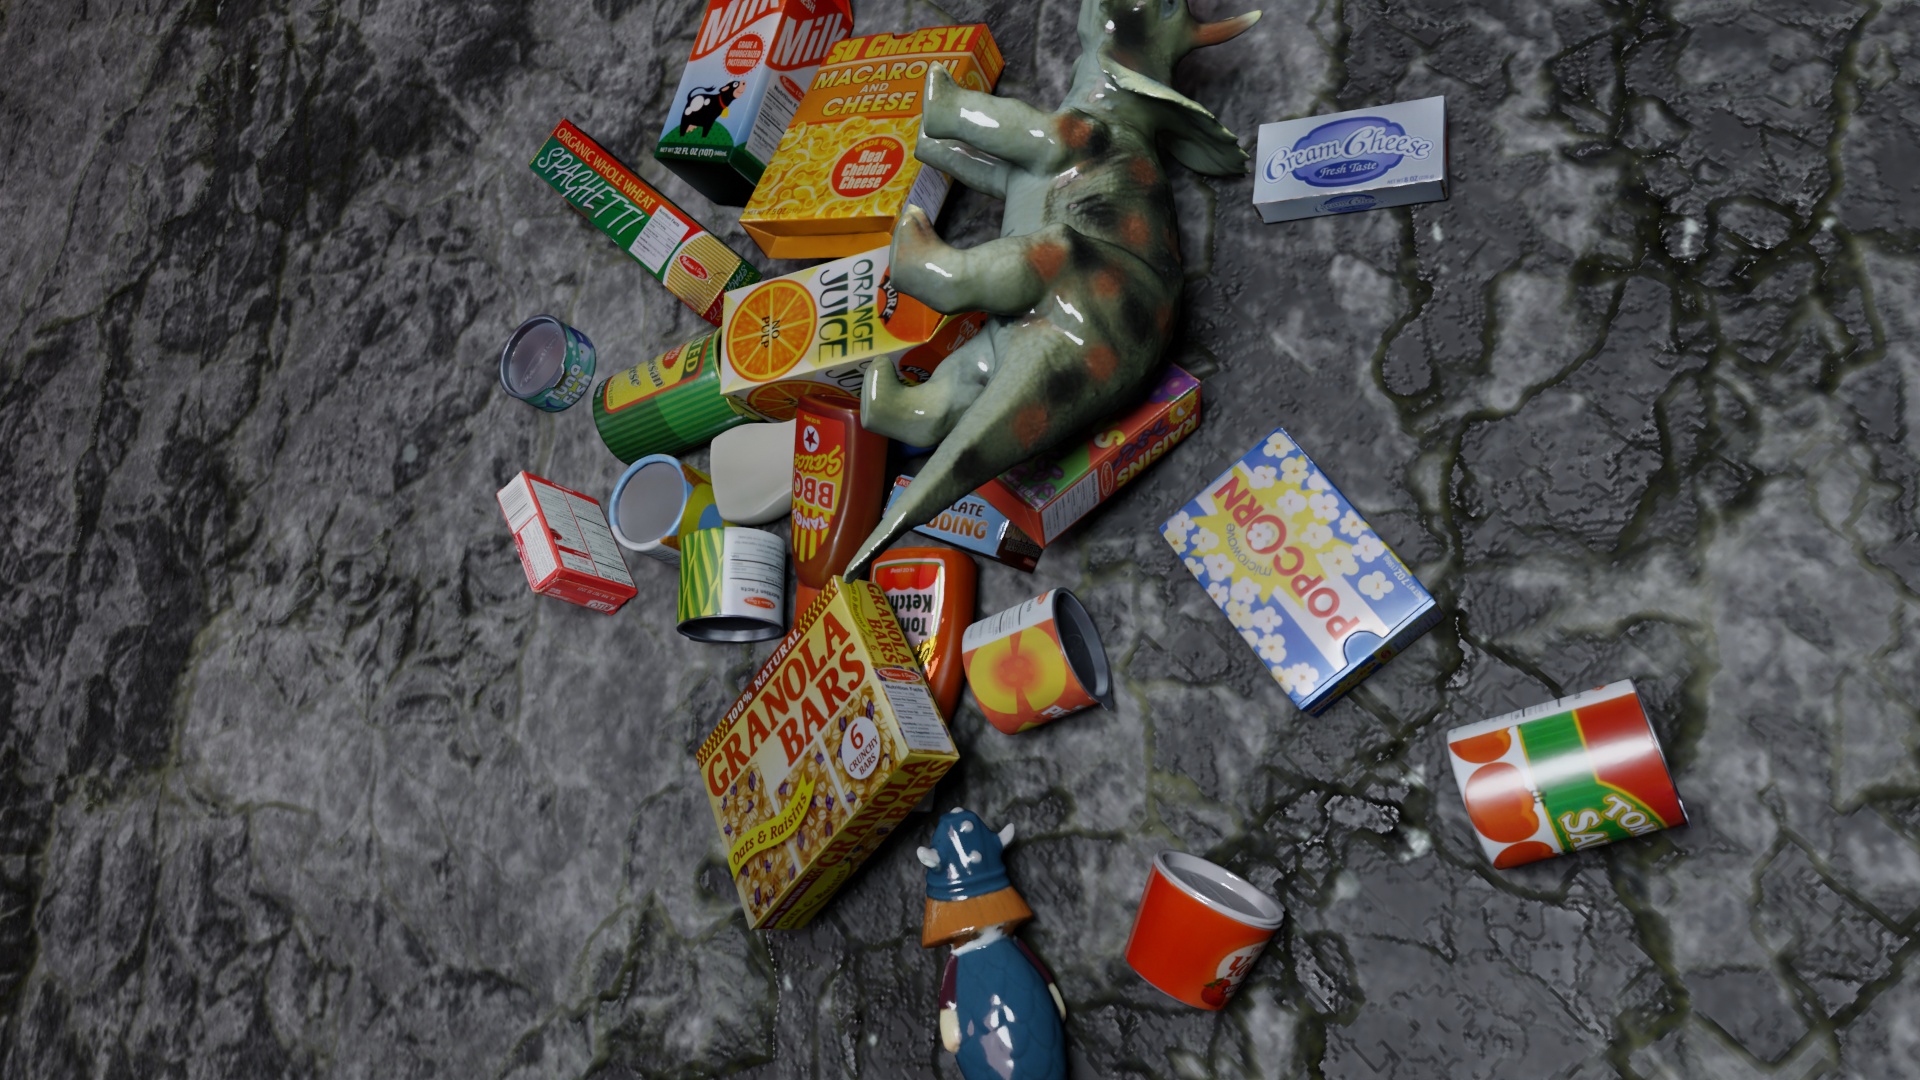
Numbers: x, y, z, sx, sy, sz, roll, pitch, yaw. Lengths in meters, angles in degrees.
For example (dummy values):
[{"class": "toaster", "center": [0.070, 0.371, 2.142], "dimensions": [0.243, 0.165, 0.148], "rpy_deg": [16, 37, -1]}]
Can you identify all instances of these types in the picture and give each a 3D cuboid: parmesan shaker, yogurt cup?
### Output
[{"class": "parmesan shaker", "center": [-0.186, -0.093, 0.925], "dimensions": [0.103, 0.071, 0.071], "rpy_deg": [-19, 66, 22]}, {"class": "yogurt cup", "center": [0.115, 0.190, 0.676], "dimensions": [0.072, 0.072, 0.054], "rpy_deg": [28, 97, 32]}]

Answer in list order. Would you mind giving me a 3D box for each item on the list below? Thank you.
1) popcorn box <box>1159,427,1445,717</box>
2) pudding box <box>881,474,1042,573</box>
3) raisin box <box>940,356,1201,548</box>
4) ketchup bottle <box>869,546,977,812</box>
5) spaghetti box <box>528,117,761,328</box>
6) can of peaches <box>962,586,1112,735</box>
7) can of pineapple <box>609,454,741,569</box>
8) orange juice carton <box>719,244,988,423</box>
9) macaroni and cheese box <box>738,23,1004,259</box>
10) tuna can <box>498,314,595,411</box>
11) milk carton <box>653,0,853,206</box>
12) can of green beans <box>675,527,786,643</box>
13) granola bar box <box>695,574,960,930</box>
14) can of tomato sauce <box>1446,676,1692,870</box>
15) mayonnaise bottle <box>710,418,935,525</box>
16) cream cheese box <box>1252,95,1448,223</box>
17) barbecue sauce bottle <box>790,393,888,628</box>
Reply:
[{"class": "popcorn box", "center": [0.173, 0.015, 0.714], "dimensions": [0.085, 0.038, 0.127], "rpy_deg": [-40, 59, 10]}, {"class": "pudding box", "center": [0.003, -0.010, 0.808], "dimensions": [0.084, 0.049, 0.030], "rpy_deg": [19, 86, 32]}, {"class": "raisin box", "center": [0.061, -0.065, 0.772], "dimensions": [0.124, 0.040, 0.086], "rpy_deg": [-37, 56, -18]}, {"class": "ketchup bottle", "center": [-0.027, 0.080, 0.799], "dimensions": [0.064, 0.043, 0.149], "rpy_deg": [-4, 73, 31]}, {"class": "spaghetti box", "center": [-0.238, -0.239, 1.024], "dimensions": [0.251, 0.028, 0.050], "rpy_deg": [41, 96, 32]}, {"class": "can of peaches", "center": [0.042, 0.068, 0.753], "dimensions": [0.058, 0.071, 0.071], "rpy_deg": [-23, 65, 20]}, {"class": "can of pineapple", "center": [-0.186, -0.019, 0.909], "dimensions": [0.071, 0.058, 0.071], "rpy_deg": [-9, 70, 26]}, {"class": "orange juice carton", "center": [-0.051, -0.131, 0.863], "dimensions": [0.192, 0.072, 0.073], "rpy_deg": [-10, 70, 26]}, {"class": "macaroni and cheese box", "center": [-0.056, -0.260, 0.901], "dimensions": [0.123, 0.040, 0.167], "rpy_deg": [5, 62, 30]}, {"class": "tuna can", "center": [-0.303, -0.129, 1.022], "dimensions": [0.071, 0.033, 0.071], "rpy_deg": [-9, 70, 26]}, {"class": "milk carton", "center": [-0.137, -0.335, 0.975], "dimensions": [0.072, 0.073, 0.191], "rpy_deg": [13, 81, 31]}, {"class": "can of green beans", "center": [-0.142, 0.028, 0.865], "dimensions": [0.071, 0.071, 0.058], "rpy_deg": [-10, 69, 26]}, {"class": "granola bar box", "center": [-0.080, 0.120, 0.781], "dimensions": [0.164, 0.039, 0.125], "rpy_deg": [-51, 48, 28]}, {"class": "can of tomato sauce", "center": [0.269, 0.106, 0.616], "dimensions": [0.083, 0.071, 0.071], "rpy_deg": [-22, 65, 22]}, {"class": "mayonnaise bottle", "center": [-0.087, -0.055, 0.877], "dimensions": [0.148, 0.041, 0.065], "rpy_deg": [-14, 75, 23]}, {"class": "cream cheese box", "center": [0.217, -0.211, 0.772], "dimensions": [0.104, 0.024, 0.053], "rpy_deg": [-2, 72, 28]}, {"class": "barbecue sauce bottle", "center": [-0.075, -0.010, 0.827], "dimensions": [0.065, 0.044, 0.148], "rpy_deg": [21, 109, 47]}]
